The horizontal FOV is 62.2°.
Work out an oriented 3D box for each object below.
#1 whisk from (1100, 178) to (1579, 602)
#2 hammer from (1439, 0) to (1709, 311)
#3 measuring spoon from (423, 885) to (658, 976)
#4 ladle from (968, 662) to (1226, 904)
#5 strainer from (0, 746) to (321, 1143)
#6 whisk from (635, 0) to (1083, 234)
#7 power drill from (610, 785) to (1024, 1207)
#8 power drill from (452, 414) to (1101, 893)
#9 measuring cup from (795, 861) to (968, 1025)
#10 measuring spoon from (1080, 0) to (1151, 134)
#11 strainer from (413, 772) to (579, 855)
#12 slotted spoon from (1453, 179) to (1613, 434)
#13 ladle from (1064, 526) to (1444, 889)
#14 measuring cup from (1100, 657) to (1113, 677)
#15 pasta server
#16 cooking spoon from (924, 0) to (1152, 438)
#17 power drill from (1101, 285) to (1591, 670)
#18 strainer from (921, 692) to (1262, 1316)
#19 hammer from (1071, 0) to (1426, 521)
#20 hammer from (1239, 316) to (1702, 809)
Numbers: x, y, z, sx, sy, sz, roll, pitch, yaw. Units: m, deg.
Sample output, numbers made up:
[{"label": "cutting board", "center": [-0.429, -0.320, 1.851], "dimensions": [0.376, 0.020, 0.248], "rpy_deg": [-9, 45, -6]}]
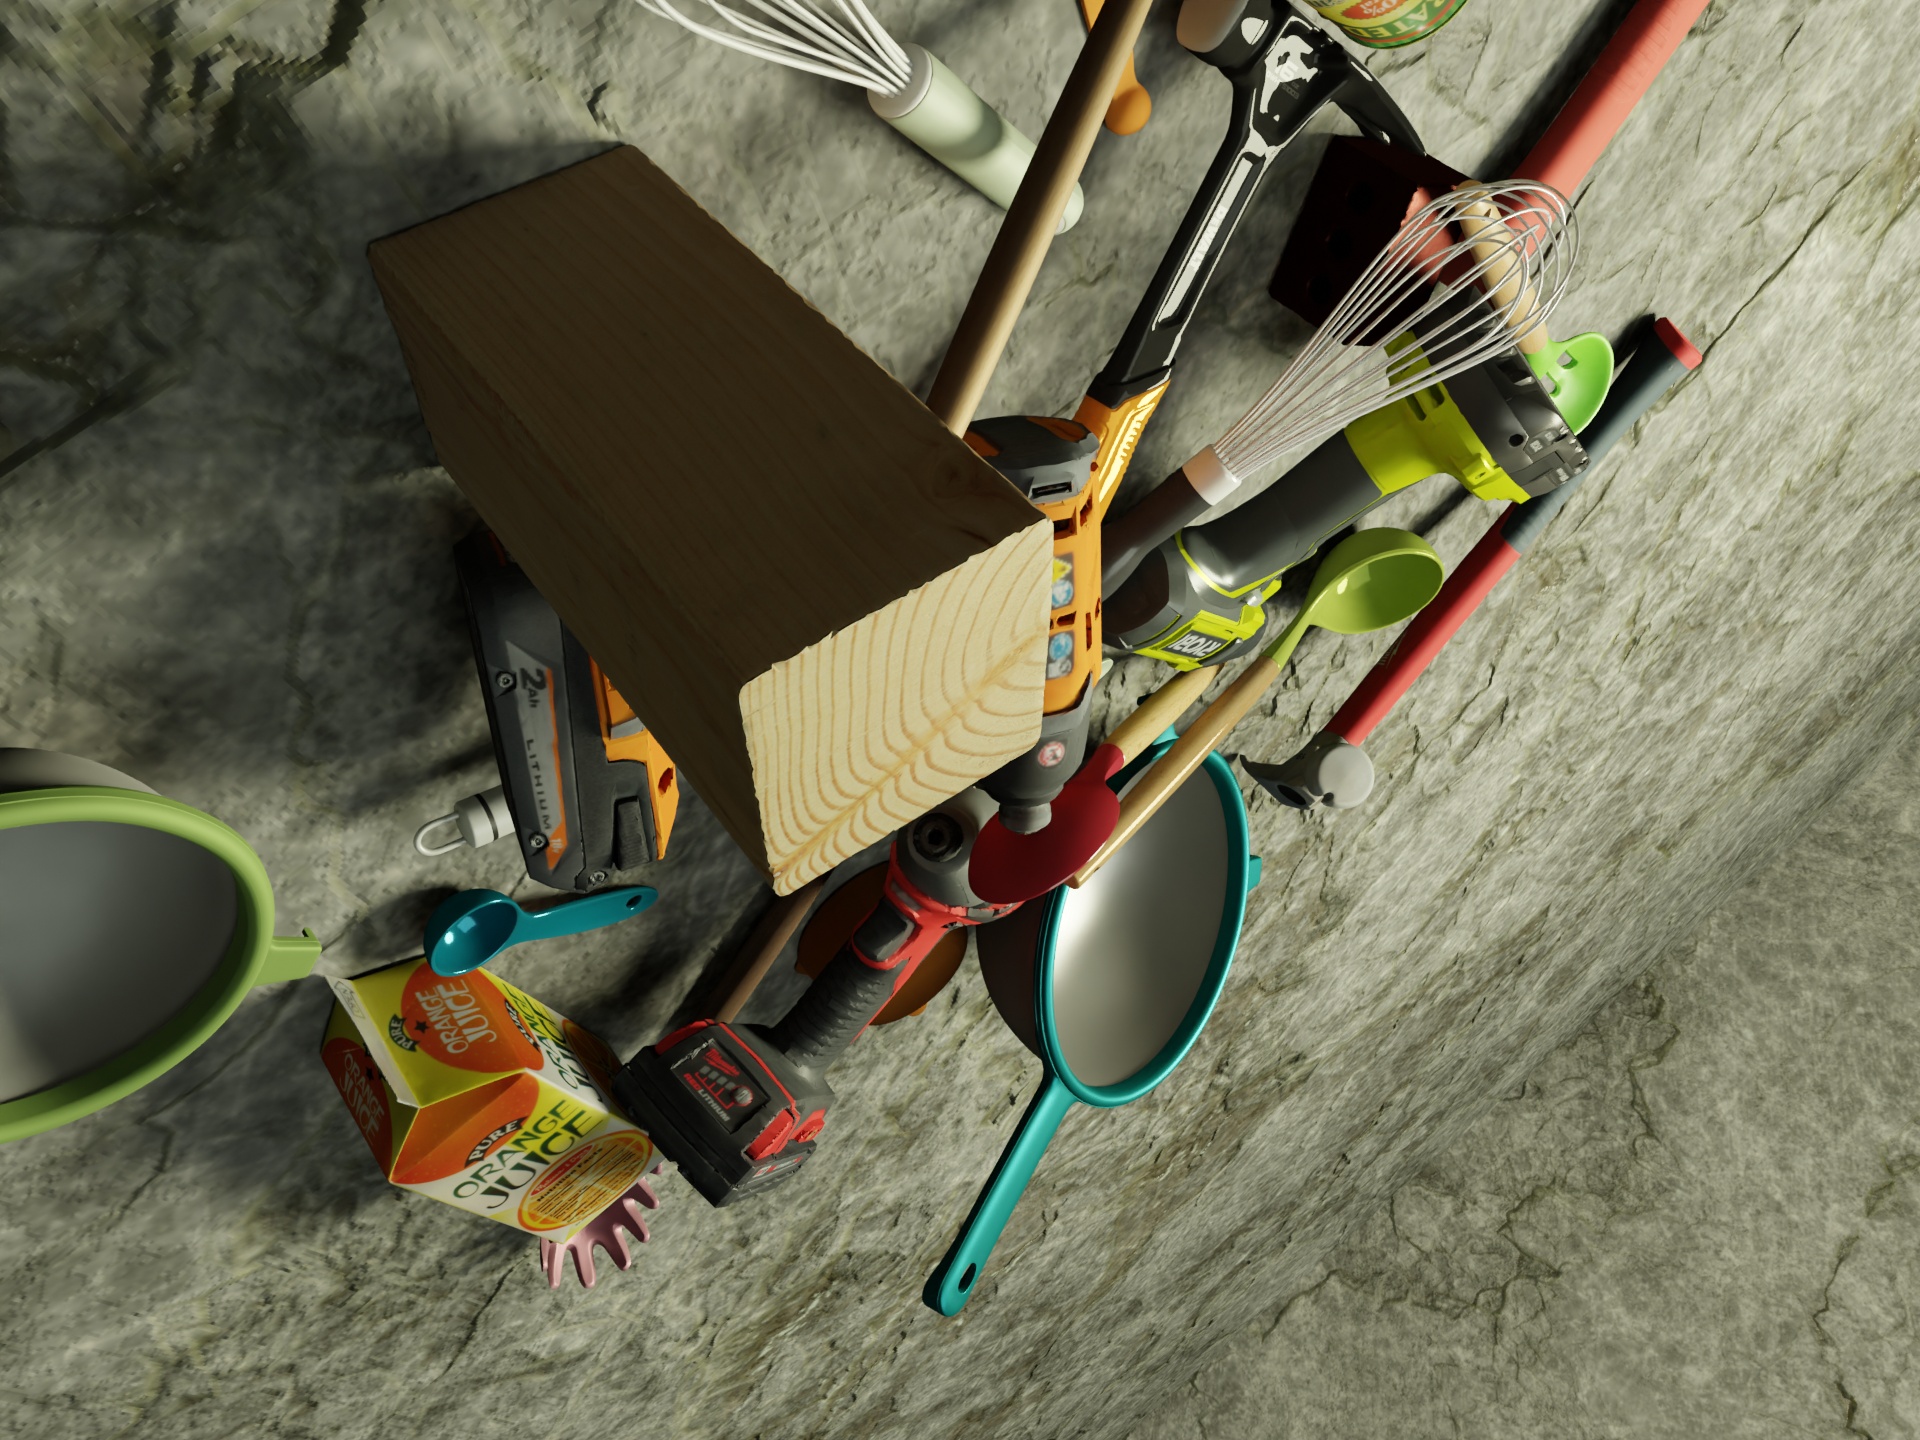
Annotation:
[{"label": "whisk", "center": [0.132, -0.126, 0.678], "dimensions": [0.284, 0.070, 0.070], "rpy_deg": [-37, 153, 23]}, {"label": "hammer", "center": [0.352, -0.354, 0.749], "dimensions": [0.149, 0.037, 0.359], "rpy_deg": [5, 124, -51]}, {"label": "measuring spoon", "center": [-0.182, 0.081, 0.693], "dimensions": [0.128, 0.021, 0.042], "rpy_deg": [-6, 133, -58]}, {"label": "ladle", "center": [0.083, 0.010, 0.768], "dimensions": [0.069, 0.031, 0.315], "rpy_deg": [-14, -169, 29]}, {"label": "strainer", "center": [-0.296, 0.026, 0.438], "dimensions": [0.151, 0.069, 0.256], "rpy_deg": [-29, 145, -18]}, {"label": "whisk", "center": [-0.024, -0.204, 0.496], "dimensions": [0.246, 0.058, 0.059], "rpy_deg": [11, 85, -58]}, {"label": "power drill", "center": [-0.052, 0.120, 0.751], "dimensions": [0.219, 0.078, 0.143], "rpy_deg": [-47, 165, 0]}, {"label": "power drill", "center": [-0.053, -0.013, 0.577], "dimensions": [0.226, 0.084, 0.164], "rpy_deg": [-13, 118, -18]}, {"label": "measuring cup", "center": [-0.030, 0.147, 0.902], "dimensions": [0.095, 0.052, 0.173], "rpy_deg": [-37, 146, -11]}, {"label": "measuring spoon", "center": [0.053, -0.251, 0.555], "dimensions": [0.021, 0.011, 0.116], "rpy_deg": [-39, 149, -8]}, {"label": "strainer", "center": [-0.098, -0.003, 0.646], "dimensions": [0.258, 0.050, 0.086], "rpy_deg": [-24, 135, -28]}, {"label": "slotted spoon", "center": [0.282, -0.201, 0.793], "dimensions": [0.070, 0.031, 0.313], "rpy_deg": [-52, 154, 13]}, {"label": "ladle", "center": [0.163, -0.007, 0.864], "dimensions": [0.320, 0.062, 0.078], "rpy_deg": [-43, 162, -31]}, {"label": "measuring cup", "center": [-0.001, -0.002, 0.764], "dimensions": [0.167, 0.038, 0.083], "rpy_deg": [-28, 153, -23]}, {"label": "pasta server", "center": [-0.135, 0.175, 0.832], "dimensions": [0.060, 0.040, 0.316], "rpy_deg": [18, 114, -43]}, {"label": "cooking spoon", "center": [0.001, -0.114, 0.522], "dimensions": [0.068, 0.017, 0.319], "rpy_deg": [25, 83, -18]}, {"label": "power drill", "center": [0.179, -0.101, 0.773], "dimensions": [0.223, 0.080, 0.171], "rpy_deg": [-33, 162, 24]}, {"label": "strainer", "center": [0.044, 0.156, 0.886], "dimensions": [0.340, 0.095, 0.210], "rpy_deg": [-59, 139, -21]}, {"label": "hammer", "center": [0.062, -0.114, 0.643], "dimensions": [0.127, 0.034, 0.337], "rpy_deg": [14, 110, -43]}, {"label": "hammer", "center": [0.323, -0.099, 0.996], "dimensions": [0.386, 0.038, 0.143], "rpy_deg": [-49, -173, -6]}]
